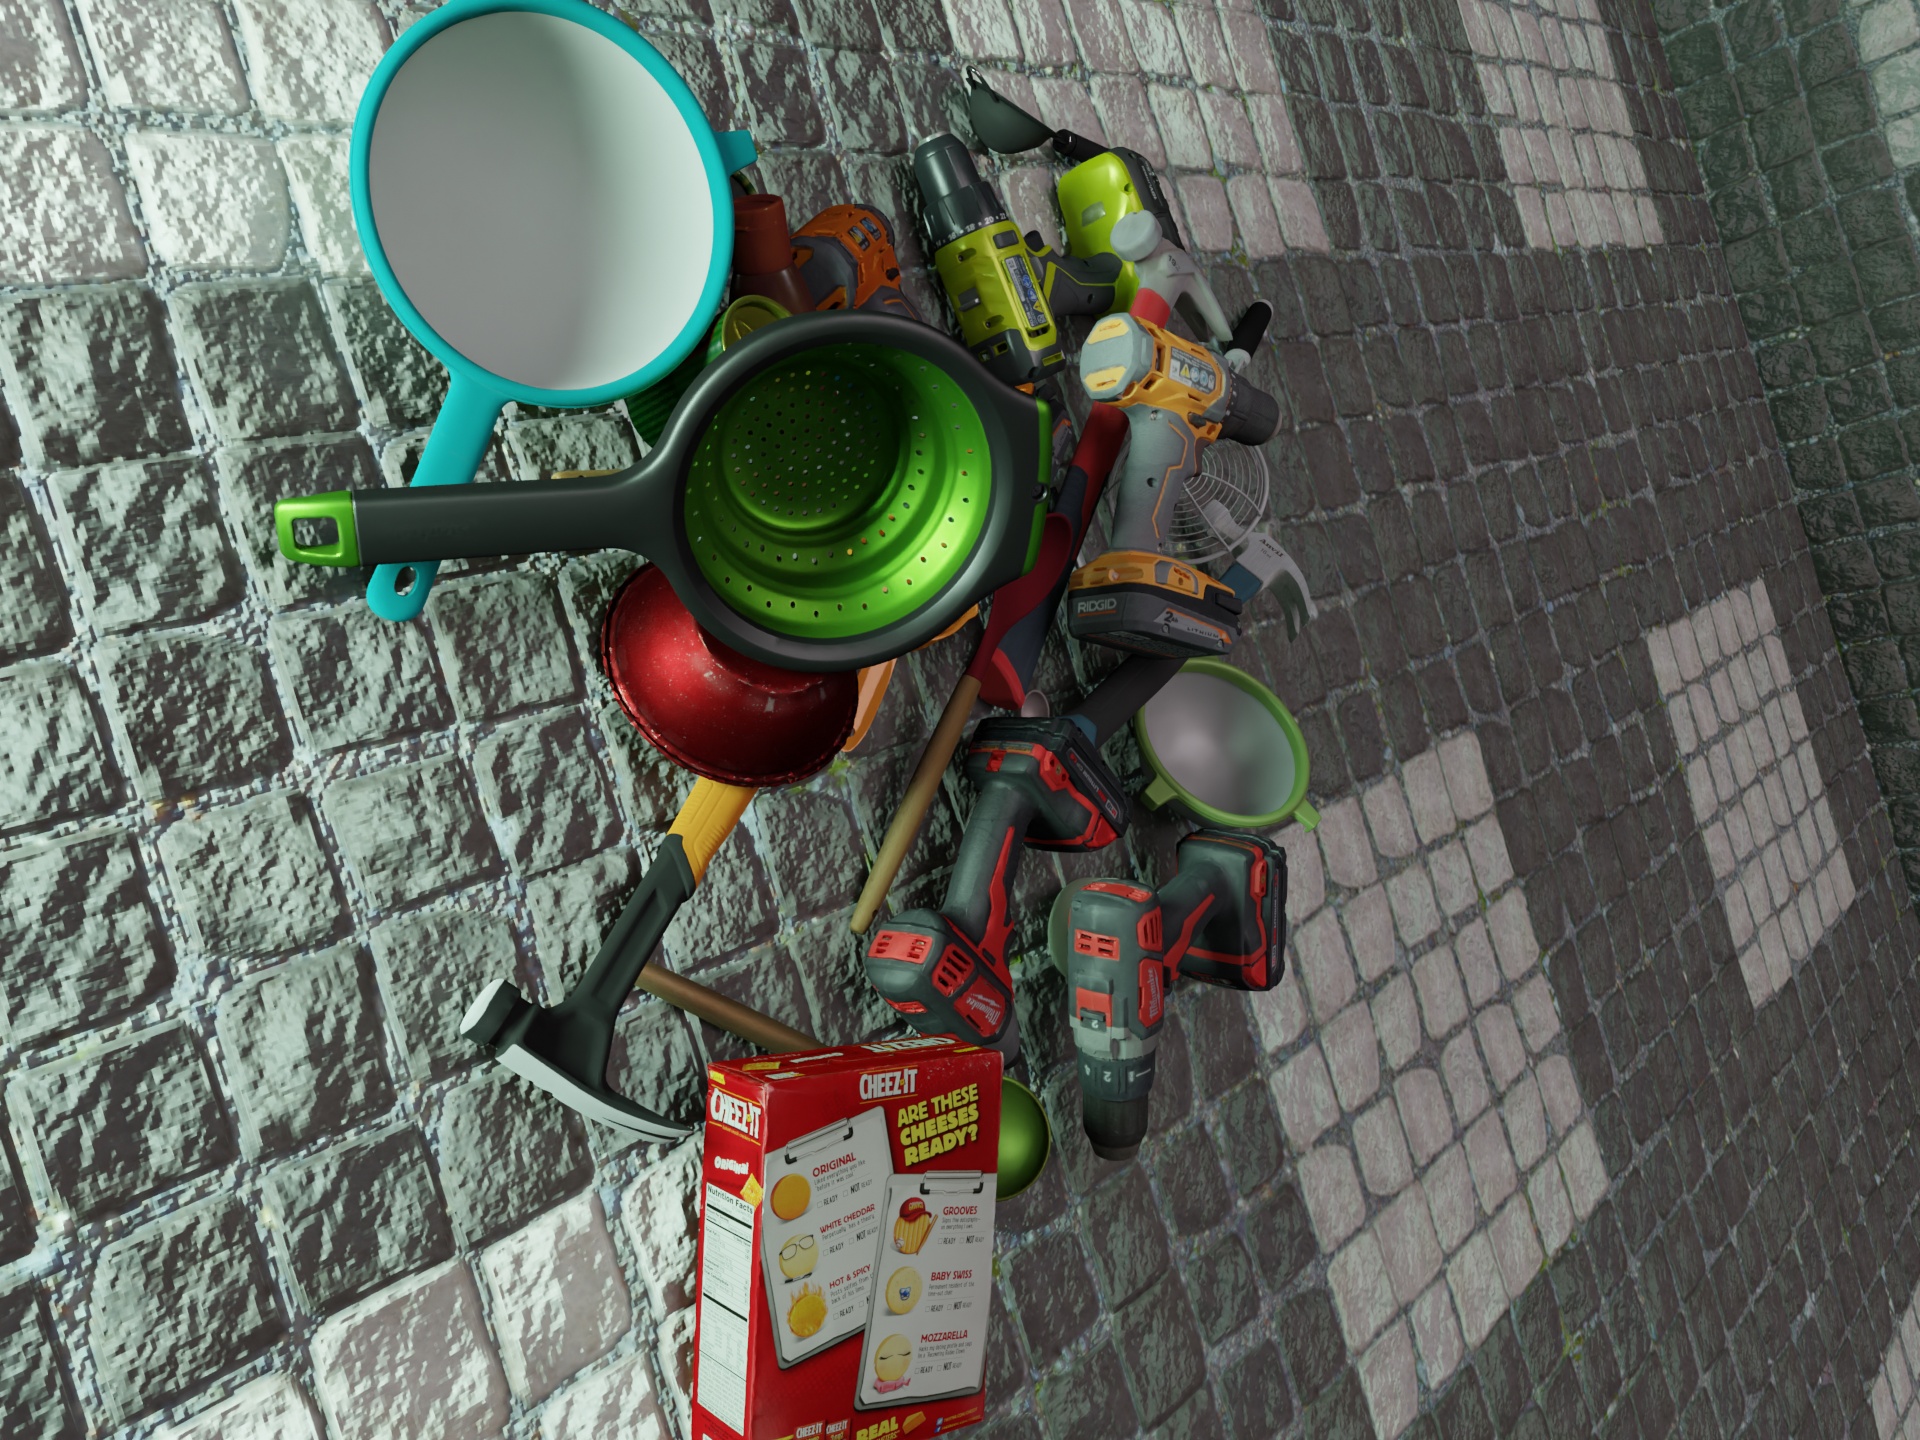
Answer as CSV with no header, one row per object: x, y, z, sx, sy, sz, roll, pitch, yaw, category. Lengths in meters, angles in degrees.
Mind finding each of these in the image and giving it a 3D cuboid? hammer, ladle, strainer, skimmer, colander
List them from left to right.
-0.258,-0.216,0.860,0.210,0.095,0.340,24,83,-37,strainer
-0.151,-0.128,0.851,0.397,0.095,0.204,-6,122,-18,colander
-0.143,0.069,0.903,0.127,0.034,0.337,37,50,-15,hammer
-0.072,0.204,0.940,0.319,0.062,0.078,33,72,-31,ladle
-0.002,-0.003,1.044,0.315,0.031,0.069,-65,148,-18,ladle
0.079,-0.468,1.287,0.087,0.050,0.258,42,26,31,strainer
0.104,-0.178,1.178,0.143,0.038,0.386,38,66,-45,hammer
0.162,-0.059,1.212,0.128,0.033,0.331,40,49,11,hammer
0.184,-0.014,1.258,0.151,0.069,0.257,9,53,-20,strainer
0.221,-0.257,1.353,0.363,0.127,0.090,-59,152,-50,skimmer

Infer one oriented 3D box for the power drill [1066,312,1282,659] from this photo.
0.160,-0.160,1.145,0.185,0.084,0.226,11,81,-41,power drill

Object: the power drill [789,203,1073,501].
-0.024,-0.251,1.077,0.226,0.084,0.164,47,29,-15,power drill

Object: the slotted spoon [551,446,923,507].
-0.119,-0.148,1.011,0.313,0.031,0.070,-7,83,-44,slotted spoon

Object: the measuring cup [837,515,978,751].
-0.054,-0.052,1.028,0.095,0.052,0.174,30,66,-19,measuring cup

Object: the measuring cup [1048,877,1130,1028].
0.098,0.190,1.133,0.083,0.038,0.167,-33,120,-50,measuring cup

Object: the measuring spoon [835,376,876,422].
-0.097,-0.240,1.069,0.128,0.021,0.042,46,38,-38,measuring spoon

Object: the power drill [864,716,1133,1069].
0.029,0.116,1.042,0.143,0.078,0.220,51,53,-38,power drill

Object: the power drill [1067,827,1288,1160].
0.146,0.181,1.102,0.226,0.080,0.188,-20,113,-54,power drill

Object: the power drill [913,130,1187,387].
0.067,-0.367,1.222,0.228,0.080,0.190,-31,102,-42,power drill

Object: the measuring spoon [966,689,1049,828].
0.028,0.029,1.119,0.034,0.018,0.124,54,53,-37,measuring spoon
